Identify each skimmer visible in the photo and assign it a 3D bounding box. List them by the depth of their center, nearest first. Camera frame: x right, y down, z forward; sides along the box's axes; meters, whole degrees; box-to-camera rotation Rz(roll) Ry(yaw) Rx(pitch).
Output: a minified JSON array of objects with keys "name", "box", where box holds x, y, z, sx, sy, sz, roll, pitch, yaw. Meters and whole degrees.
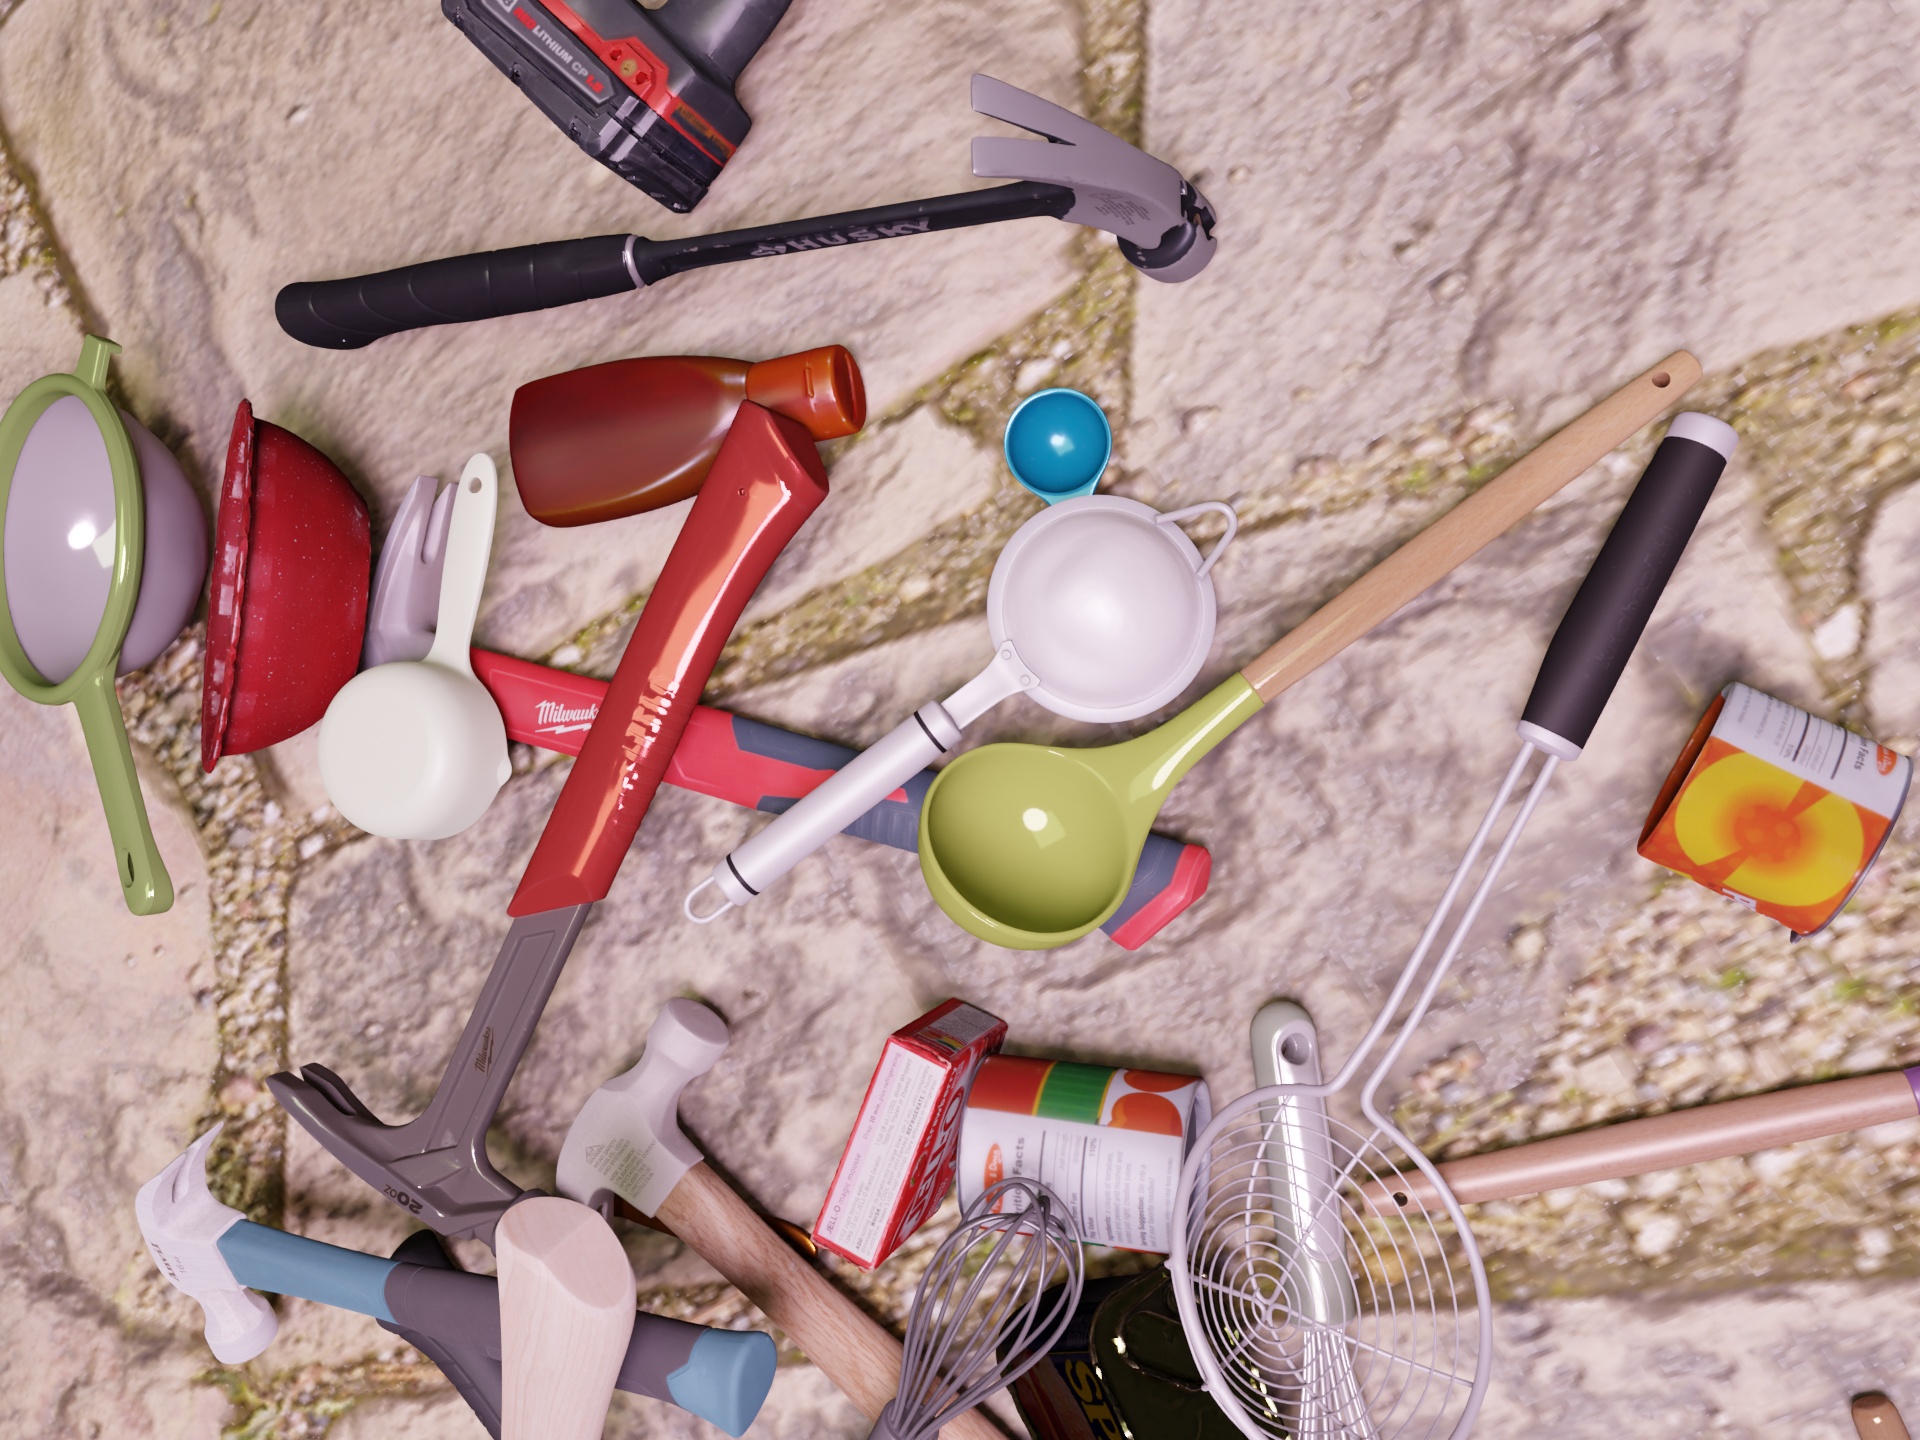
[{"name":"skimmer","box":[0.180,0.065,0.517,0.127,0.090,0.363,27,91,-14]}]

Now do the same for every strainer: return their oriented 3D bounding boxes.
[{"name":"strainer","box":[-0.001,-0.002,0.593,0.258,0.050,0.087,-37,86,5]},{"name":"strainer","box":[-0.375,-0.034,0.729,0.151,0.069,0.256,-31,73,33]}]

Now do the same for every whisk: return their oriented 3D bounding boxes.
[{"name":"whisk","box":[0.133,0.226,0.579,0.057,0.059,0.246,-5,84,-19]},{"name":"whisk","box":[-0.016,0.261,0.583,0.055,0.055,0.239,33,115,16]}]

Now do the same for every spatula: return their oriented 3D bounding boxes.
[{"name":"spatula","box":[0.291,0.128,0.535,0.316,0.018,0.060,-18,84,18]}]

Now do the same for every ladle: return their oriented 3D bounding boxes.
[{"name":"ladle","box":[0.122,-0.030,0.551,0.320,0.062,0.078,-37,73,5]}]

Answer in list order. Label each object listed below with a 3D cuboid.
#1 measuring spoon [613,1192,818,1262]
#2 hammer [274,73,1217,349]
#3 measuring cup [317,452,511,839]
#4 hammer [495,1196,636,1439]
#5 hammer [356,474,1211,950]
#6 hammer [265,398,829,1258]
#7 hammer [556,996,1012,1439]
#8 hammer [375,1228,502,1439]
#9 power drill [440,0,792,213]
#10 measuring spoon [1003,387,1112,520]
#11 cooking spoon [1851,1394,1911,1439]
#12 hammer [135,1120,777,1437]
[{"name":"measuring spoon","box":[-0.116,0.216,0.683,0.117,0.011,0.021,7,93,19]},{"name":"hammer","box":[-0.116,-0.183,0.628,0.409,0.149,0.036,0,91,26]},{"name":"measuring cup","box":[-0.223,-0.031,0.663,0.083,0.038,0.167,14,94,19]},{"name":"hammer","box":[-0.167,0.350,0.618,0.146,0.038,0.410,17,116,23]},{"name":"hammer","box":[-0.084,0.003,0.655,0.386,0.038,0.143,14,94,19]},{"name":"hammer","box":[-0.155,0.037,0.640,0.149,0.036,0.359,29,99,17]},{"name":"hammer","box":[-0.032,0.266,0.638,0.331,0.031,0.130,39,101,13]},{"name":"hammer","box":[-0.138,0.354,0.681,0.335,0.035,0.146,45,105,14]},{"name":"power drill","box":[-0.104,-0.345,0.640,0.188,0.080,0.226,46,102,13]},{"name":"measuring spoon","box":[0.050,-0.066,0.622,0.042,0.021,0.128,-14,95,14]},{"name":"cooking spoon","box":[0.359,0.376,0.514,0.069,0.017,0.319,-22,84,18]},{"name":"hammer","box":[-0.213,0.235,0.641,0.331,0.033,0.128,0,119,29]}]
